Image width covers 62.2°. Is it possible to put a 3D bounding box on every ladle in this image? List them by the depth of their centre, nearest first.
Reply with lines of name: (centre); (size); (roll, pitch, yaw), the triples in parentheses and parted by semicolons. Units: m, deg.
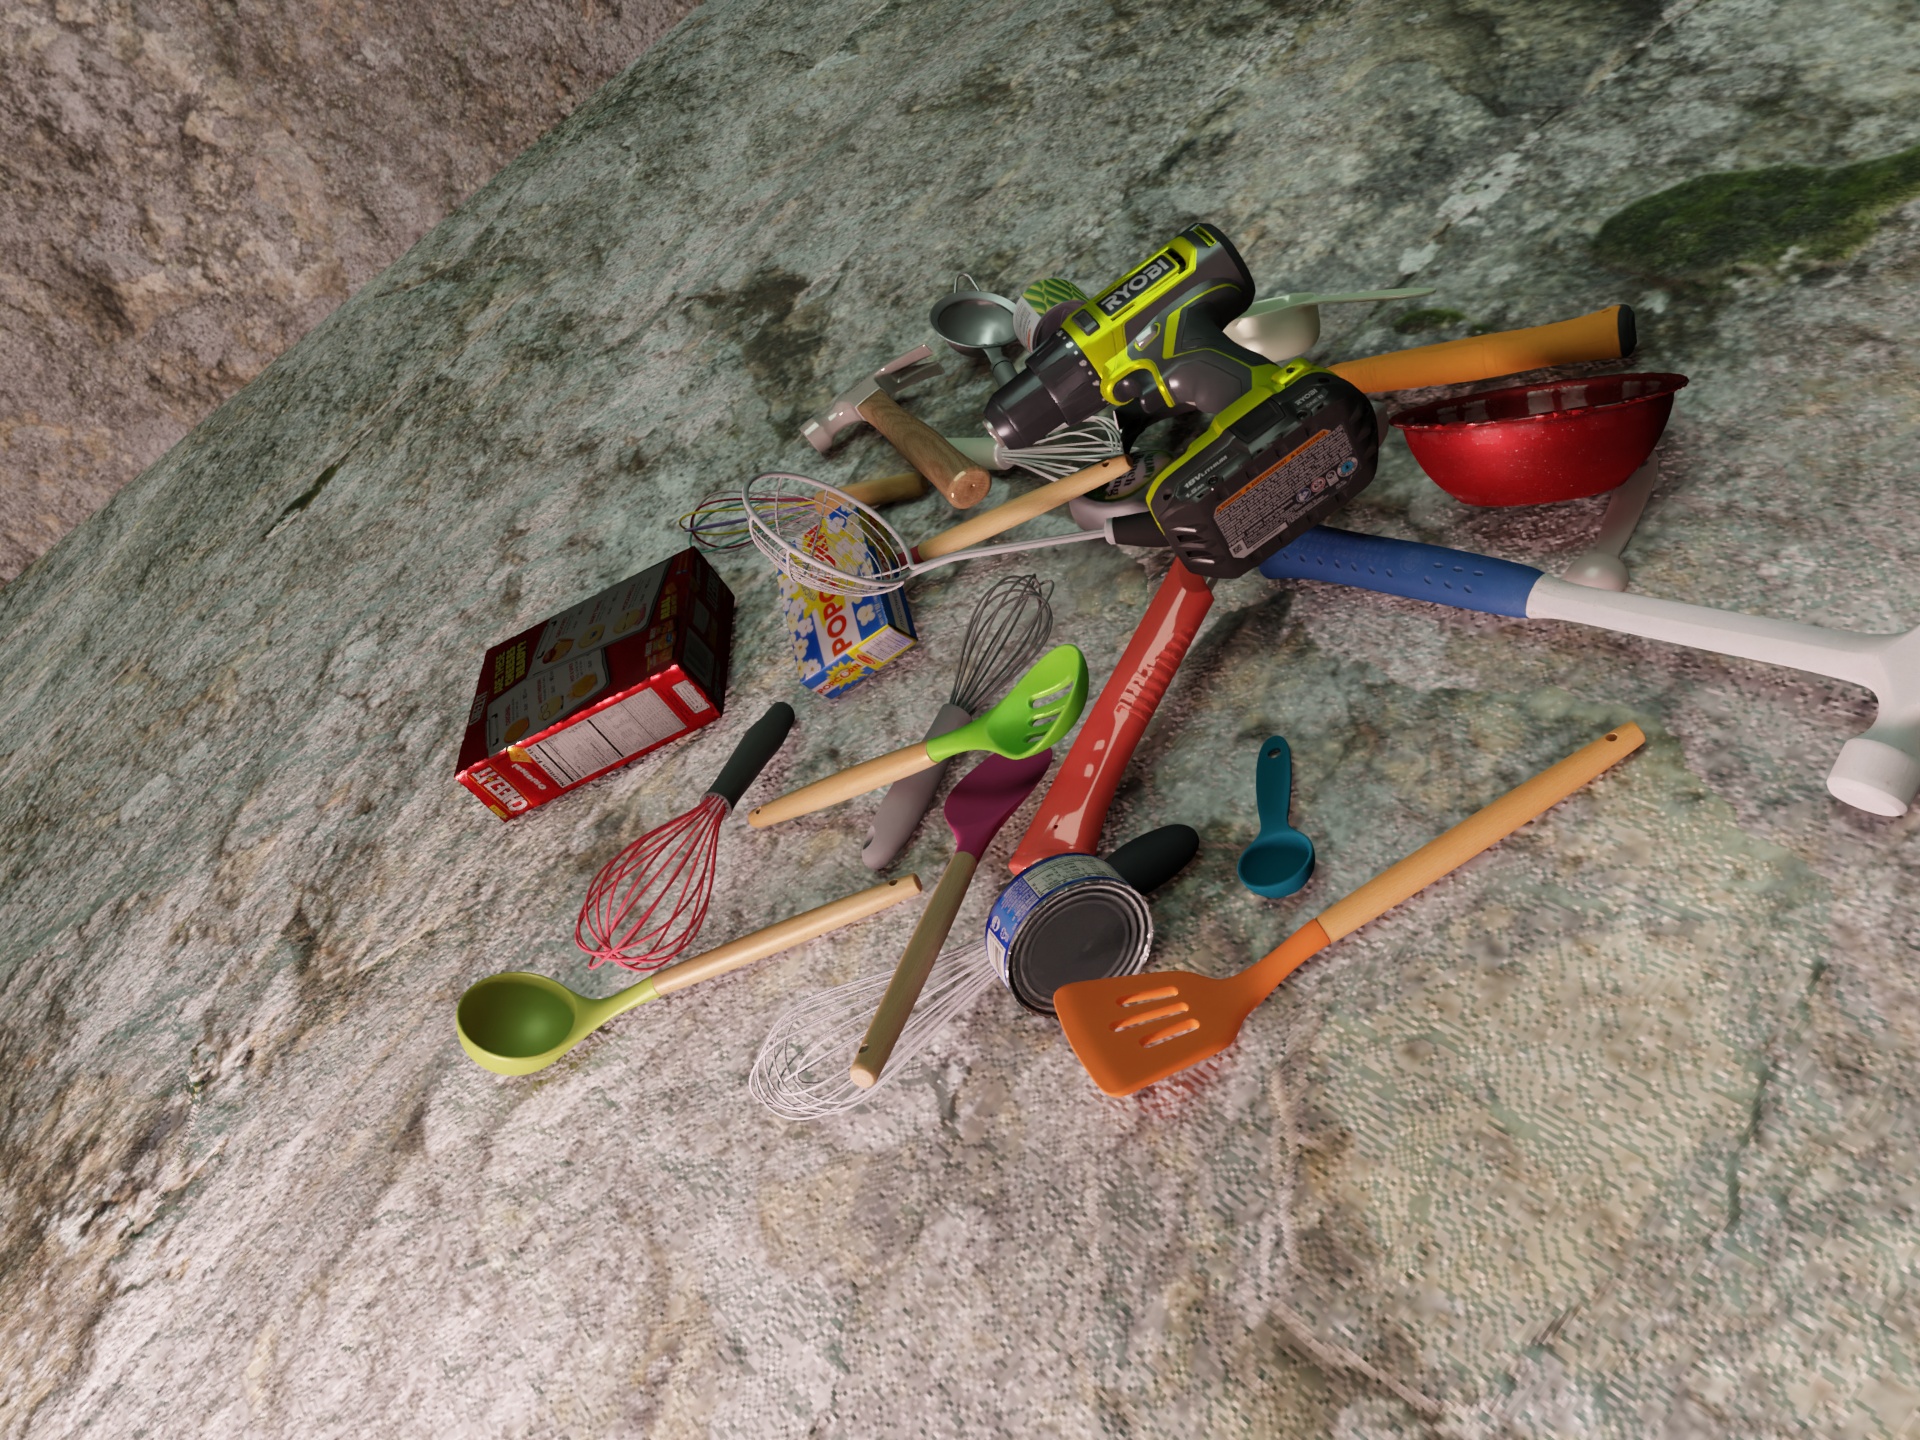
ladle: (-0.175, 0.150, 1.006); (0.320, 0.062, 0.078); (-23, 33, 13)
ladle: (-0.008, -0.134, 1.168); (0.315, 0.031, 0.069); (-19, 53, 35)

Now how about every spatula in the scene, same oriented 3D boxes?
spatula: (0.199, 0.087, 0.794); (0.322, 0.041, 0.081); (-33, 36, 2)

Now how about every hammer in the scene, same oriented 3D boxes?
hammer: (0.322, -0.070, 0.852); (0.406, 0.035, 0.144); (21, 82, 51)
hammer: (0.120, -0.061, 0.965); (0.149, 0.036, 0.359); (19, 72, 37)
hammer: (0.269, -0.230, 1.063); (0.337, 0.034, 0.127); (-3, 23, 31)
hammer: (-0.040, -0.232, 1.283); (0.130, 0.031, 0.332); (-40, 29, 1)

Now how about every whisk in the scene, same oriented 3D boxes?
whisk: (0.009, 0.134, 0.879); (0.284, 0.070, 0.070); (-31, 37, -2)
whisk: (-0.001, -0.003, 1.045); (0.055, 0.055, 0.239); (8, 59, 43)
whisk: (-0.169, 0.068, 1.052); (0.073, 0.073, 0.296); (-15, 25, 26)
whisk: (0.041, -0.208, 1.239); (0.059, 0.057, 0.246); (-17, 18, -38)
whisk: (-0.138, -0.180, 1.345); (0.245, 0.047, 0.051); (-7, 44, 28)

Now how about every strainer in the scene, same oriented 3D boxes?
strainer: (0.032, -0.299, 1.343); (0.087, 0.050, 0.259); (-8, 42, -11)

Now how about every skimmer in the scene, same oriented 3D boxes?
skimmer: (0.036, -0.145, 1.066); (0.363, 0.090, 0.127); (-7, 26, 13)

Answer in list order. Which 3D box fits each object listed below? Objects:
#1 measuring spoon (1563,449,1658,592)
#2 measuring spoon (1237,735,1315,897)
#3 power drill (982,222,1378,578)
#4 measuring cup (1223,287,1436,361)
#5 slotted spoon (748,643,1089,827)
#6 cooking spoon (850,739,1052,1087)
measuring spoon: (0.370, -0.115, 0.897); (0.034, 0.018, 0.124); (5, 53, 41)
measuring spoon: (0.176, 0.054, 0.873); (0.042, 0.021, 0.129); (-18, 31, 23)
power drill: (0.128, -0.191, 0.973); (0.190, 0.080, 0.229); (-36, 47, 5)
measuring cup: (0.247, -0.269, 1.084); (0.168, 0.038, 0.083); (6, 28, 42)
slotted spoon: (-0.033, 0.024, 0.993); (0.314, 0.031, 0.070); (-22, 44, 41)
cooking spoon: (-0.005, 0.094, 0.894); (0.069, 0.017, 0.319); (-15, 23, 25)
